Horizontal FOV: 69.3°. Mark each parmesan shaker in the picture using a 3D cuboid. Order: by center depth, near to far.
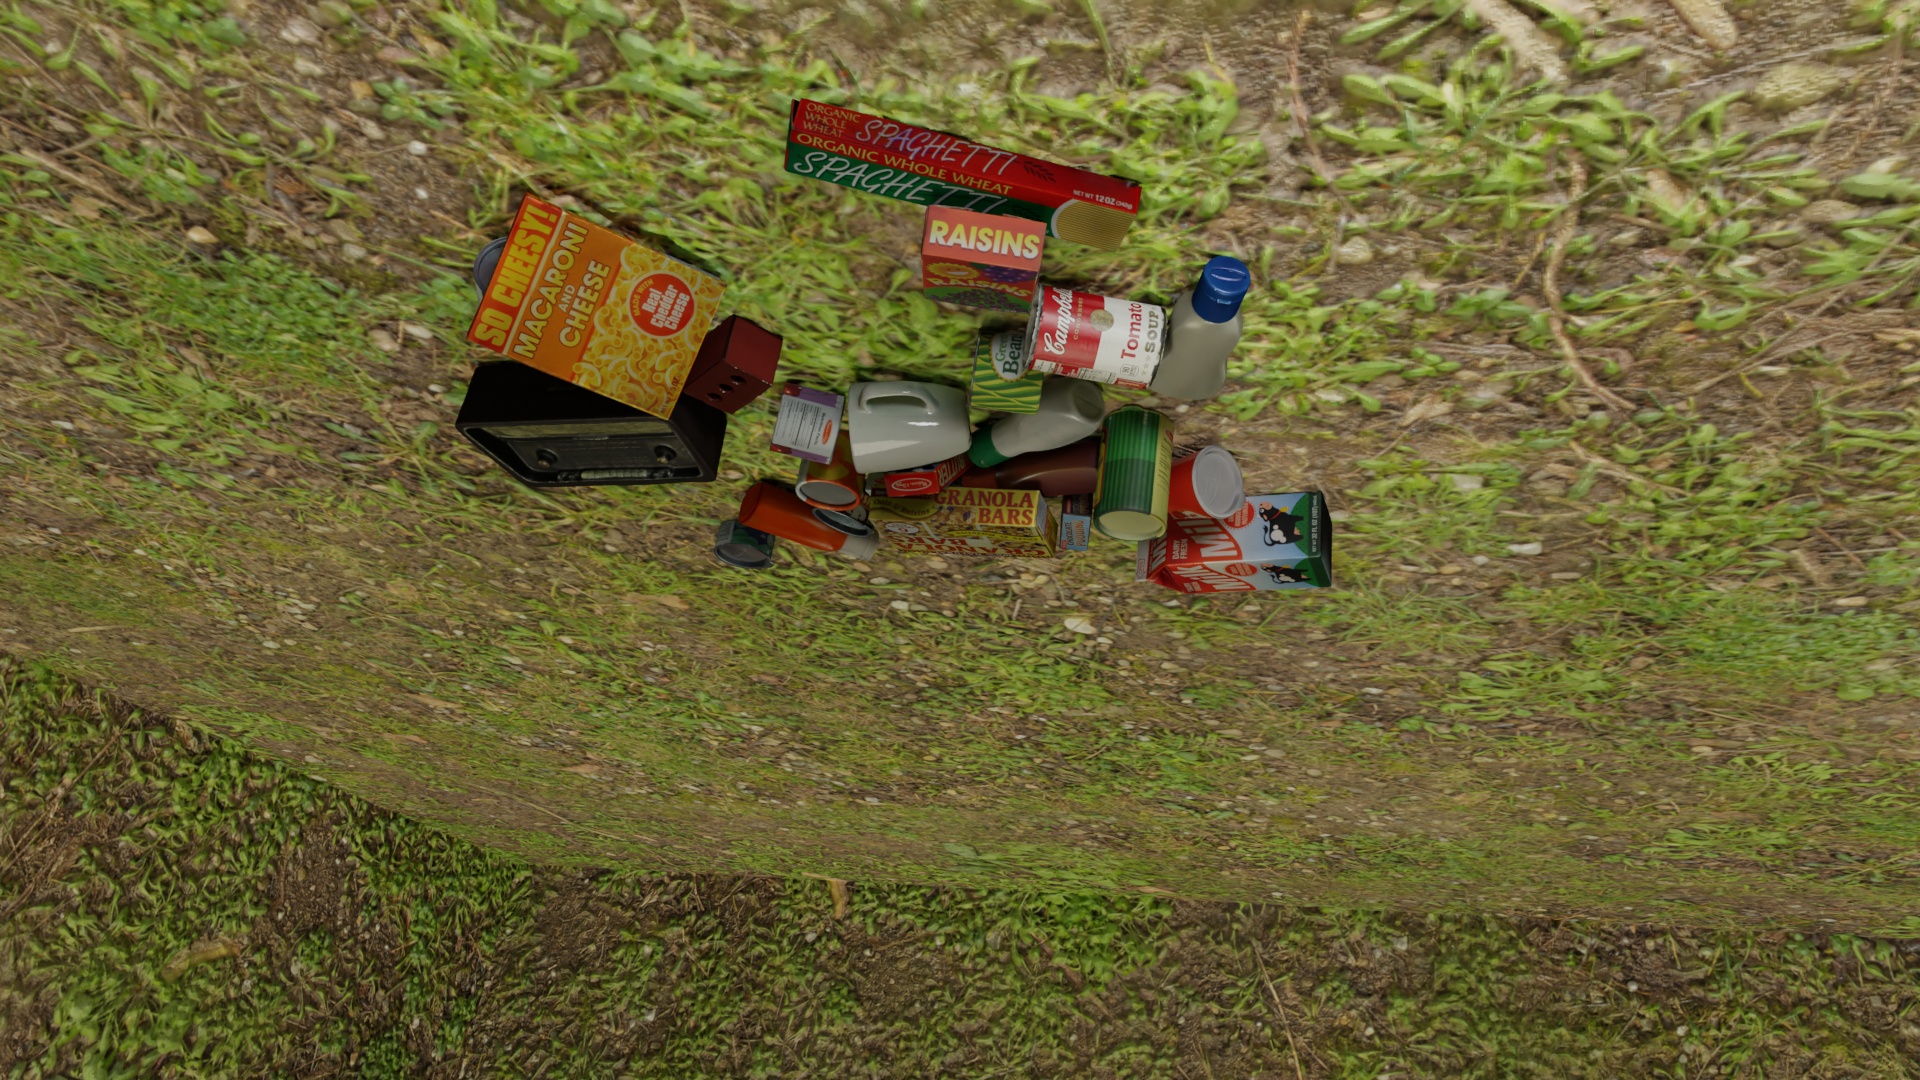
[{"bbox_3d":[0.155,-0.060,1.247,0.071,0.103,0.071,7,154,4],"label":"parmesan shaker"}]

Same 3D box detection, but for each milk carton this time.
[{"bbox_3d":[0.268,0.005,1.383,0.190,0.072,0.073,-3,152,23],"label":"milk carton"}]

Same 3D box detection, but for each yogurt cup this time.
[{"bbox_3d":[0.222,-0.051,1.294,0.072,0.072,0.054,27,157,-33],"label":"yogurt cup"}]

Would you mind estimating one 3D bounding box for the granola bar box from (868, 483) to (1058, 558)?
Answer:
[{"bbox_3d":[0.005,-0.017,1.369,0.165,0.039,0.124,3,166,13],"label":"granola bar box"}]

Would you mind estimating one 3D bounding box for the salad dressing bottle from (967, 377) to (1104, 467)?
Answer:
[{"bbox_3d":[0.064,-0.103,1.256,0.064,0.044,0.147,24,151,-33],"label":"salad dressing bottle"}]

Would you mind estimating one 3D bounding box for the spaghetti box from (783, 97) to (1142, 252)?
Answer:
[{"bbox_3d":[0.000,-0.255,0.976,0.250,0.029,0.050,12,155,-8],"label":"spaghetti box"}]

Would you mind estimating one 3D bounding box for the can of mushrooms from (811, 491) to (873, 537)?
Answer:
[{"bbox_3d":[-0.117,-0.031,1.452,0.071,0.033,0.071,20,162,7],"label":"can of mushrooms"}]

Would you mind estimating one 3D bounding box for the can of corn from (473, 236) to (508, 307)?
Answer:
[{"bbox_3d":[-0.362,-0.206,1.145,0.071,0.071,0.058,13,155,-9],"label":"can of corn"}]

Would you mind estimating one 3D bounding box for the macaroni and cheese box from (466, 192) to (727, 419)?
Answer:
[{"bbox_3d":[-0.289,-0.185,1.107,0.166,0.123,0.040,22,-171,-25],"label":"macaroni and cheese box"}]

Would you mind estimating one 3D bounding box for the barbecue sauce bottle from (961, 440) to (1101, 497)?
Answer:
[{"bbox_3d":[0.074,-0.065,1.331,0.148,0.044,0.065,-5,158,27],"label":"barbecue sauce bottle"}]

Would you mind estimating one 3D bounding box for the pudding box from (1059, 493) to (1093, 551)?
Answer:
[{"bbox_3d":[0.116,-0.029,1.385,0.030,0.050,0.083,5,155,4],"label":"pudding box"}]

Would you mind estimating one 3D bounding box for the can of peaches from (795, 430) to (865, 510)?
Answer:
[{"bbox_3d":[-0.123,-0.068,1.367,0.071,0.058,0.071,7,154,4],"label":"can of peaches"}]

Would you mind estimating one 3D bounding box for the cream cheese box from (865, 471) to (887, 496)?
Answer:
[{"bbox_3d":[-0.053,-0.039,1.446,0.053,0.024,0.103,-2,152,24],"label":"cream cheese box"}]

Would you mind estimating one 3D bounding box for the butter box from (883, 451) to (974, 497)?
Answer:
[{"bbox_3d":[-0.027,-0.068,1.304,0.053,0.104,0.024,-3,108,23],"label":"butter box"}]

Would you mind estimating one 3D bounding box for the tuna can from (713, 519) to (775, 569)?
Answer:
[{"bbox_3d":[-0.244,0.005,1.585,0.071,0.033,0.070,7,154,3],"label":"tuna can"}]

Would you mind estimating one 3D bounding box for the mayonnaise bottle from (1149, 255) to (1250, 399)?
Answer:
[{"bbox_3d":[0.191,-0.165,1.092,0.065,0.041,0.147,8,153,-3],"label":"mayonnaise bottle"}]

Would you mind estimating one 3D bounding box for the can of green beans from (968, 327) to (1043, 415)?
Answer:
[{"bbox_3d":[0.040,-0.140,1.159,0.058,0.071,0.071,7,154,1],"label":"can of green beans"}]

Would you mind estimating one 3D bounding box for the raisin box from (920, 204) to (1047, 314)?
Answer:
[{"bbox_3d":[0.016,-0.205,1.020,0.086,0.040,0.123,9,176,1],"label":"raisin box"}]

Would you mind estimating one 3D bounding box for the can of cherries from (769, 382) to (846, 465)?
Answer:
[{"bbox_3d":[-0.141,-0.108,1.284,0.058,0.072,0.071,13,154,-8],"label":"can of cherries"}]

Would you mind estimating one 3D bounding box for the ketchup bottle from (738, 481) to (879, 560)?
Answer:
[{"bbox_3d":[-0.161,-0.017,1.501,0.149,0.044,0.064,21,153,-24],"label":"ketchup bottle"}]
